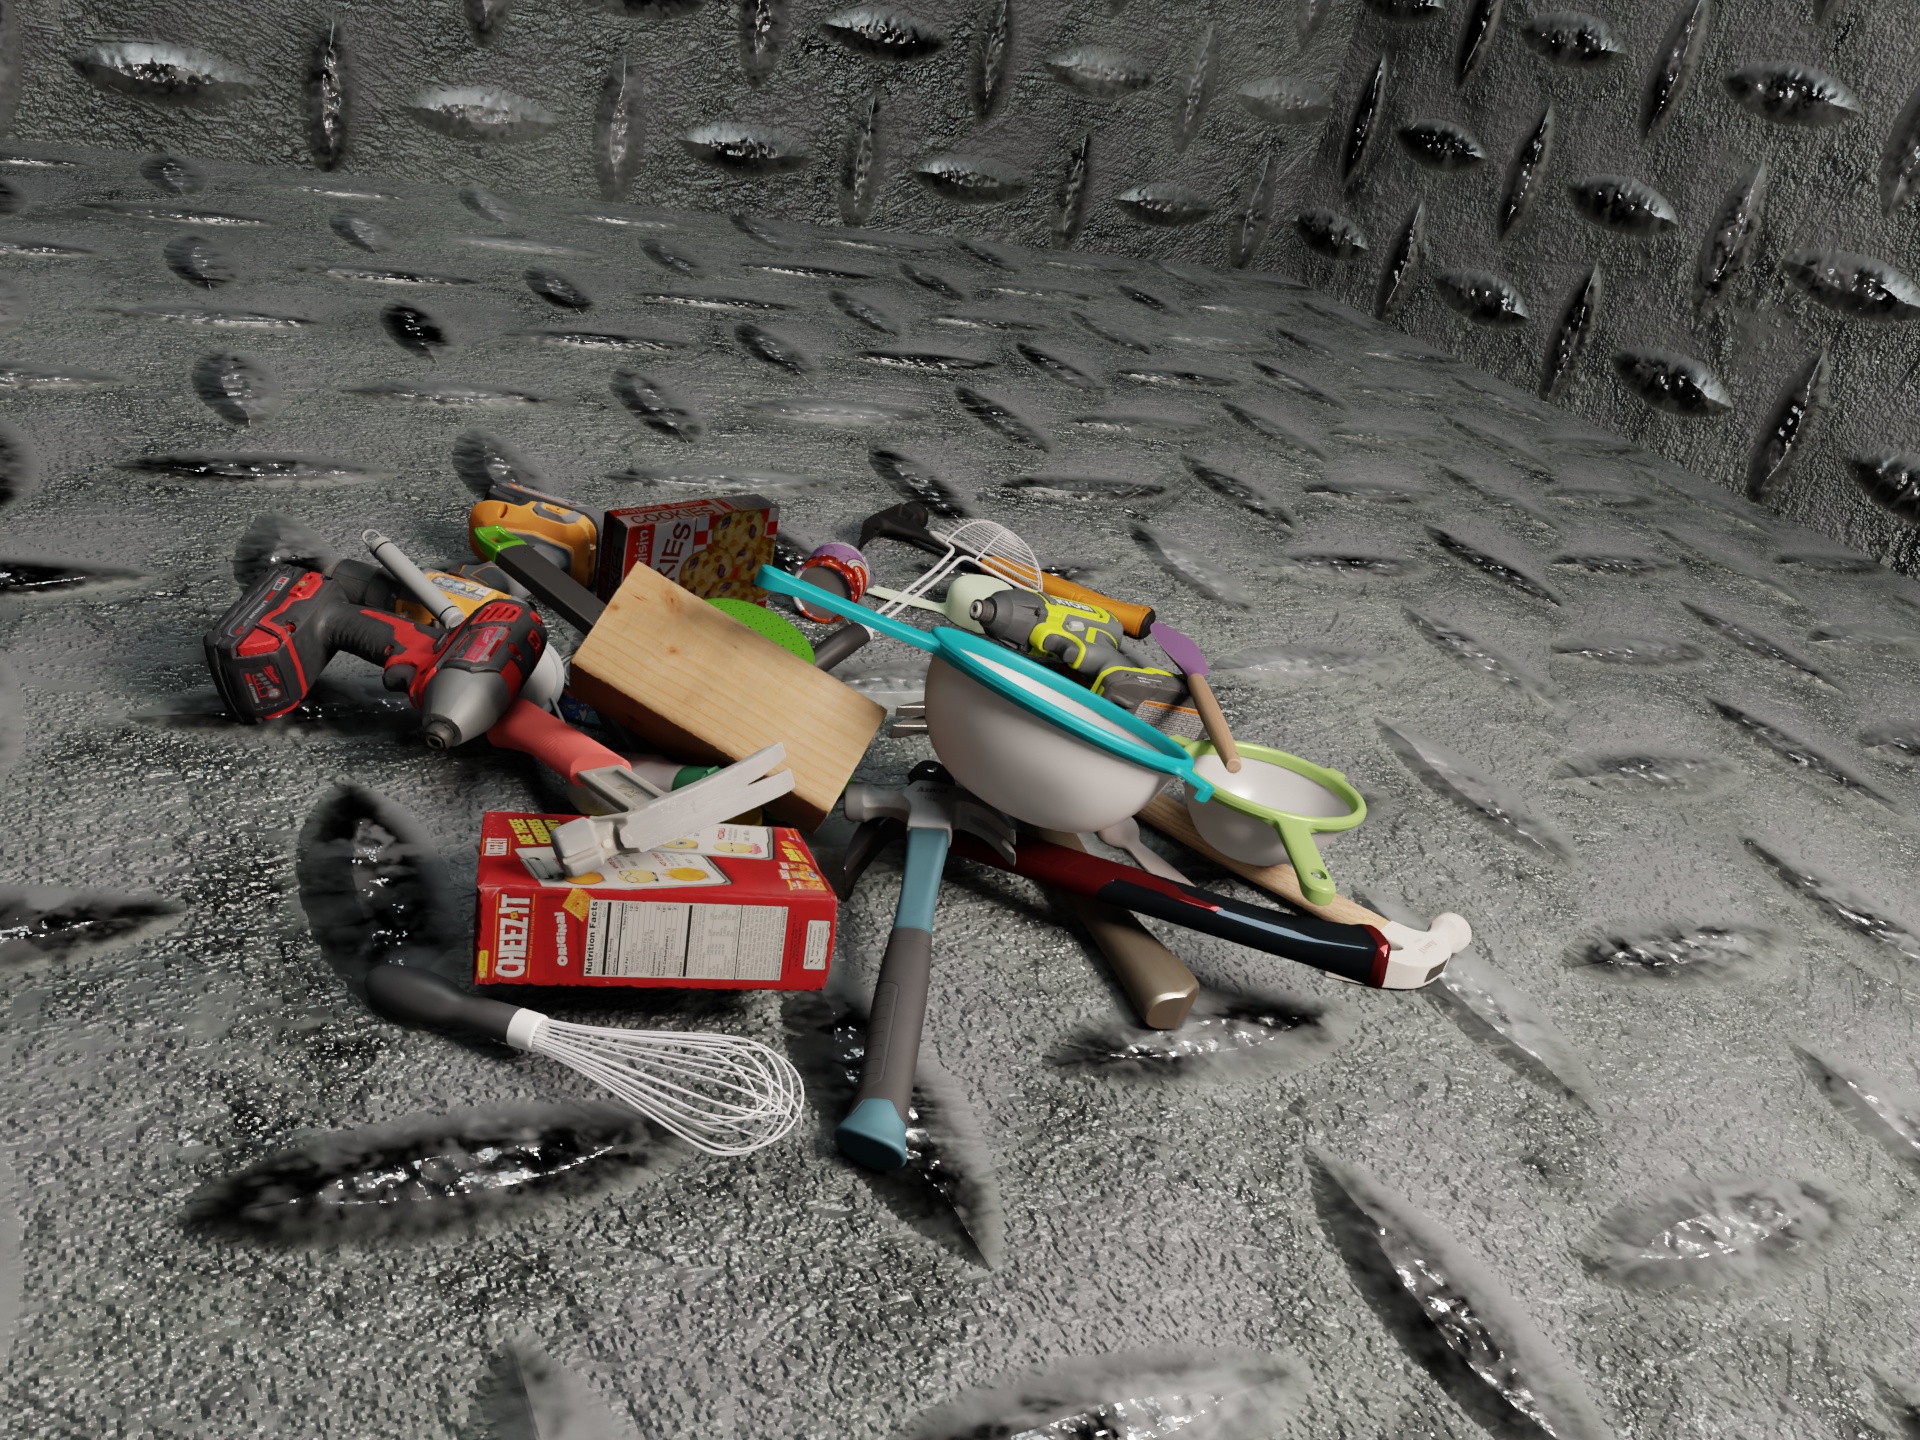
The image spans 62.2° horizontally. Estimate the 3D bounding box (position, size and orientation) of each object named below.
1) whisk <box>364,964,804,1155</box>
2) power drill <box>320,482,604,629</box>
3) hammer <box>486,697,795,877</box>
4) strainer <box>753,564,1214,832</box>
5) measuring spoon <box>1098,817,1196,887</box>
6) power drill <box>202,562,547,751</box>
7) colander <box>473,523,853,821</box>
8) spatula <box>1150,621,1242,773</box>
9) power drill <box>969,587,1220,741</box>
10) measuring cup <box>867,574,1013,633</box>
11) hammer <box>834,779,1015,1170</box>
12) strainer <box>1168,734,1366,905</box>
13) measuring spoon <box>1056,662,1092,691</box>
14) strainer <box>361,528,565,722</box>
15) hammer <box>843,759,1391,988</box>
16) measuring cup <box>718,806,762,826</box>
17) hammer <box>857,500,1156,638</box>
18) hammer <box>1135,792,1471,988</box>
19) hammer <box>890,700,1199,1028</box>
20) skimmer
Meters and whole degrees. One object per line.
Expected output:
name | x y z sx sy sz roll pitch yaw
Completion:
whisk | -0.223 0.191 0.927 0.284 0.070 0.070 14 27 14
power drill | -0.437 -0.135 1.422 0.185 0.084 0.226 16 32 6
hammer | -0.249 0.025 1.090 0.149 0.036 0.359 -23 20 -24
strainer | -0.002 -0.004 1.118 0.340 0.095 0.211 23 9 -19
measuring spoon | 0.155 0.109 1.273 0.034 0.018 0.124 -19 41 -28
power drill | -0.436 -0.042 1.190 0.219 0.078 0.143 9 43 8
colander | -0.244 -0.078 1.290 0.397 0.094 0.204 37 30 17
spatula | 0.203 -0.026 1.361 0.059 0.018 0.316 27 19 -13
power drill | 0.119 -0.049 1.469 0.171 0.080 0.223 10 24 -38
measuring cup | -0.021 -0.132 1.634 0.167 0.038 0.083 13 27 -5
hammer | -0.036 0.152 1.040 0.128 0.033 0.331 2 37 6
strainer | 0.237 0.094 1.202 0.151 0.069 0.256 12 21 -6
measuring spoon | 0.118 -0.027 1.531 0.021 0.011 0.117 13 28 -29
strainer | -0.409 -0.078 1.290 0.259 0.050 0.087 41 71 19
hammer | 0.107 0.126 1.130 0.386 0.038 0.143 16 38 21
measuring cup | -0.221 0.087 1.159 0.156 0.029 0.062 -9 29 -14
hammer | 0.053 -0.160 1.725 0.337 0.034 0.127 24 28 20
hammer | 0.237 0.117 1.284 0.331 0.031 0.130 30 31 30
hammer | 0.068 0.096 1.246 0.146 0.038 0.411 0 30 -21
skimmer | -0.054 -0.093 1.511 0.127 0.090 0.363 33 50 22
